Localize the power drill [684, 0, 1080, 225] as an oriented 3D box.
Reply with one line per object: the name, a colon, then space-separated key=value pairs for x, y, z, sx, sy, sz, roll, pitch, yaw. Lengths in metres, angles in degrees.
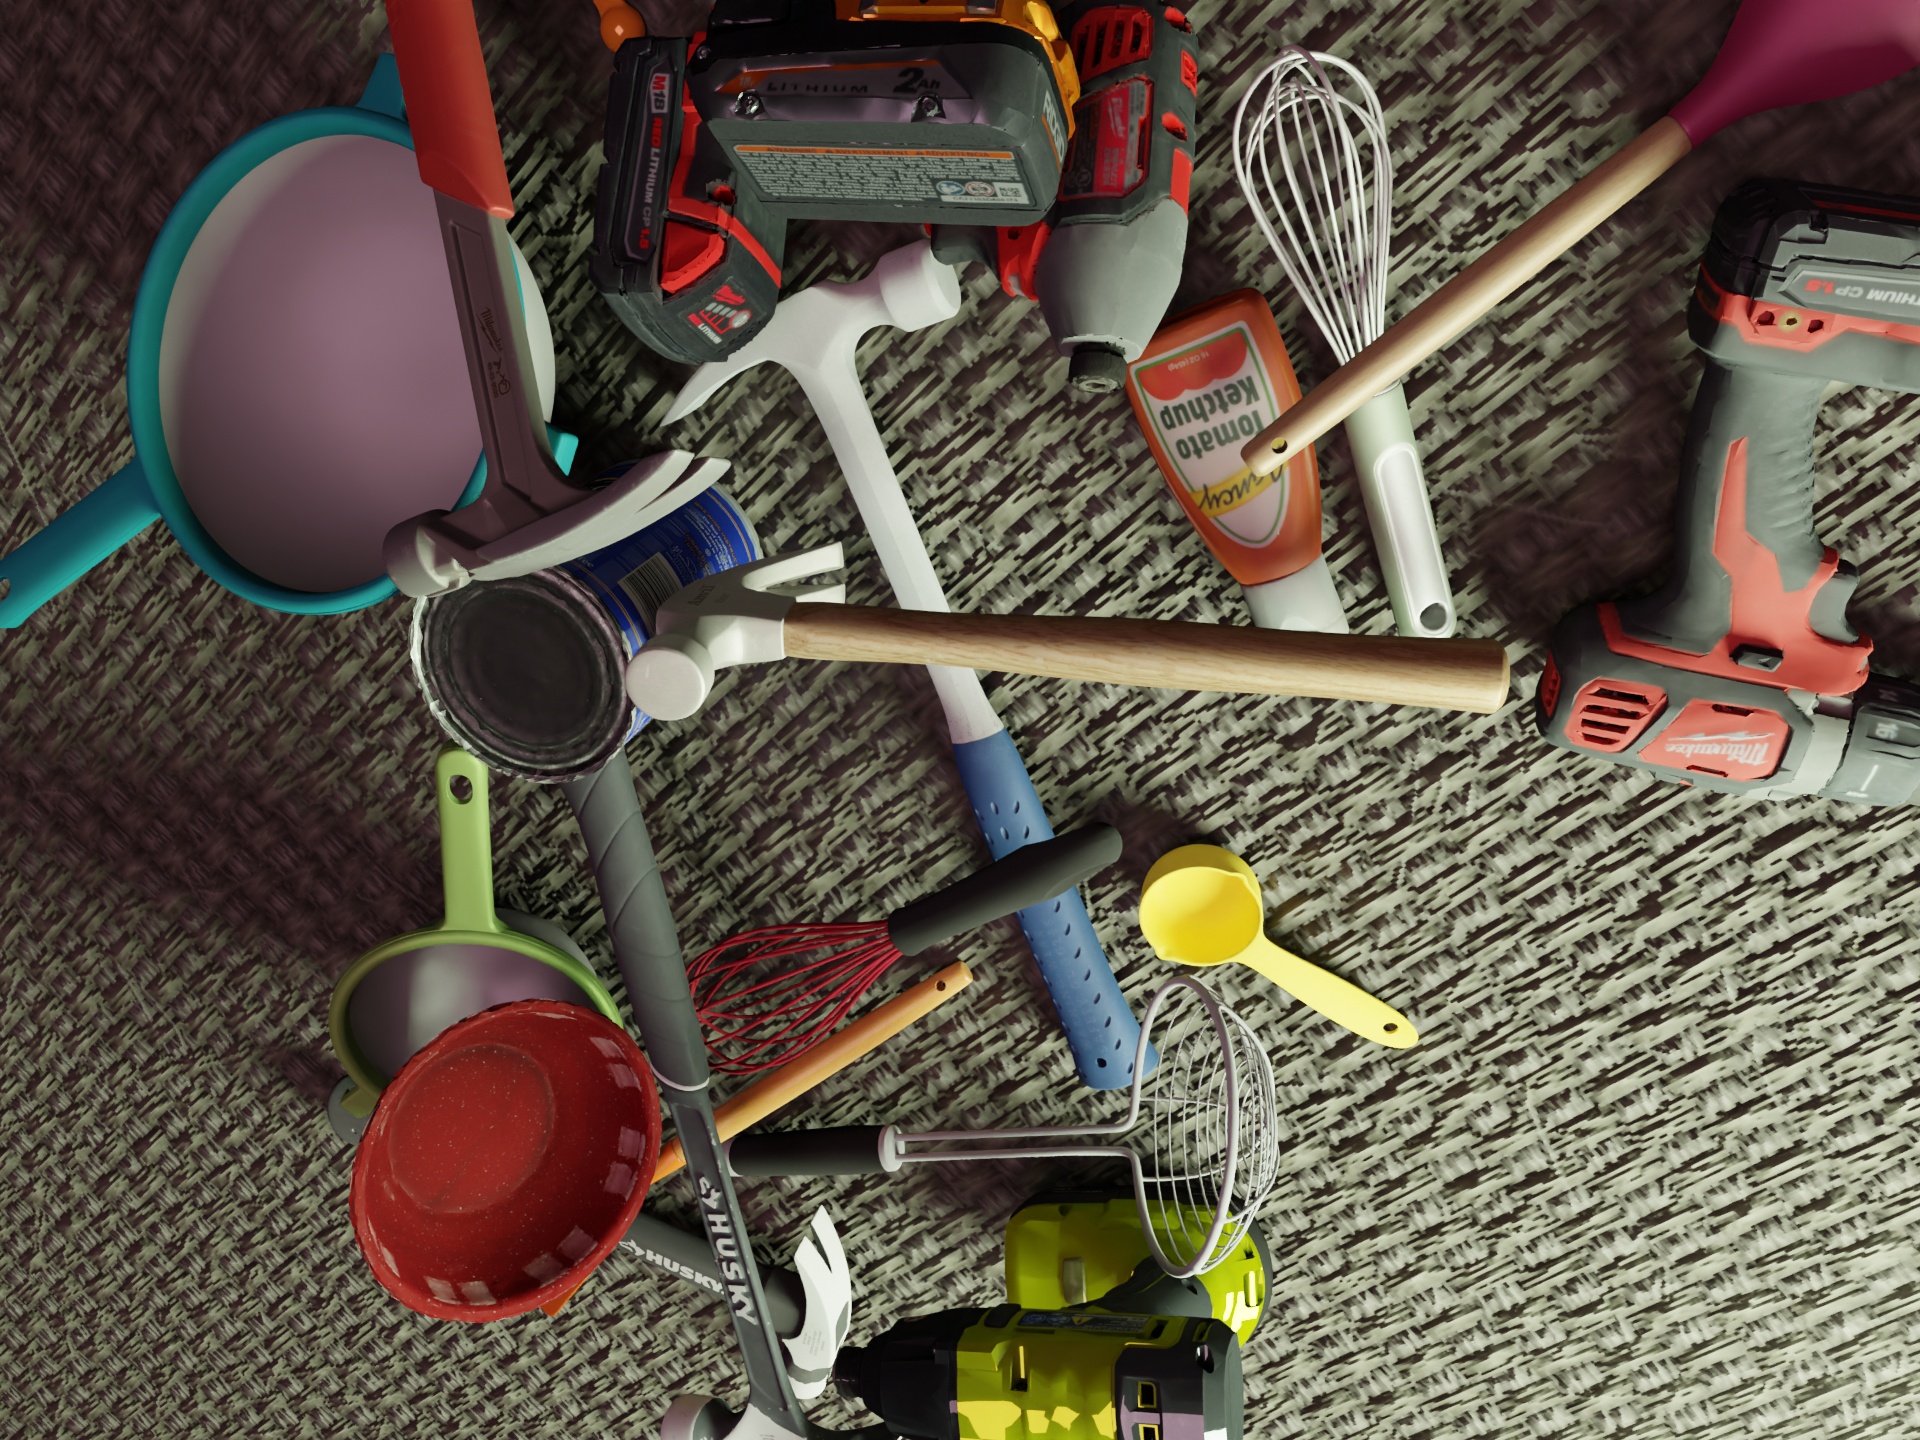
power drill: x=-0.026 y=-0.291 z=0.542 sx=0.164 sy=0.084 sz=0.226 roll=7 pitch=82 yaw=14

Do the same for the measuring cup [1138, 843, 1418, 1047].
measuring cup: x=0.153 y=0.109 z=0.754 sx=0.156 sy=0.029 sz=0.062 roll=31 pitch=120 yaw=-13

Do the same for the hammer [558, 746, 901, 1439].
hammer: x=-0.129 y=0.190 z=0.779 sx=0.149 sy=0.036 sz=0.409 roll=-8 pitch=102 yaw=28

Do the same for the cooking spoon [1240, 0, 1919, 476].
cooking spoon: x=0.231 y=-0.190 z=0.561 sx=0.319 sy=0.017 sz=0.068 roll=-37 pitch=102 yaw=16

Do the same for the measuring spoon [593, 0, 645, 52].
measuring spoon: x=-0.163 y=-0.328 z=0.648 sx=0.021 sy=0.011 sz=0.117 roll=-20 pitch=107 yaw=24

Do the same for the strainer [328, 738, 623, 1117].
strainer: x=-0.249 y=0.105 z=0.830 sx=0.151 sy=0.069 sz=0.256 roll=4 pitch=122 yaw=-6

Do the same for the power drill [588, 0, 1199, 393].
power drill: x=-0.022 y=-0.194 z=0.606 sx=0.220 sy=0.078 sz=0.143 roll=2 pitch=83 yaw=14

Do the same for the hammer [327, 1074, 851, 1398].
hammer: x=-0.219 y=0.282 z=0.926 sx=0.335 sy=0.035 sz=0.146 roll=21 pitch=130 yaw=9

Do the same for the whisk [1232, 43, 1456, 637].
whisk: x=0.158 y=-0.138 z=0.622 sx=0.058 sy=0.059 sz=0.246 roll=-23 pitch=112 yaw=-4

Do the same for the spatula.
spatula: x=-0.126 y=0.214 z=0.847 sx=0.322 sy=0.041 sz=0.081 roll=-33 pitch=79 yaw=11

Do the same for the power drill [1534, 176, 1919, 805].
power drill: x=0.333 y=-0.068 z=0.585 sx=0.188 sy=0.080 sz=0.226 roll=13 pitch=120 yaw=11

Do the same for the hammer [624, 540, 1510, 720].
hammer: x=0.045 y=-0.030 z=0.633 sx=0.331 sy=0.130 sz=0.031 roll=4 pitch=115 yaw=5

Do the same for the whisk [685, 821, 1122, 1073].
whisk: x=-0.040 y=0.108 z=0.760 sx=0.296 sy=0.073 sz=0.073 roll=-28 pitch=104 yaw=35

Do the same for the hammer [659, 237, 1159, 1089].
hammer: x=-0.001 y=-0.002 z=0.737 sx=0.144 sy=0.035 sz=0.405 roll=-15 pitch=109 yaw=22

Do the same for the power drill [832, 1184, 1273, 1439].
power drill: x=0.055 y=0.278 z=0.737 sx=0.171 sy=0.223 sz=0.080 roll=-4 pitch=85 yaw=19

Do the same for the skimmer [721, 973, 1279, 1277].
skimmer: x=-0.005 y=0.202 z=0.771 sx=0.363 sy=0.090 sz=0.127 roll=-14 pitch=65 yaw=36

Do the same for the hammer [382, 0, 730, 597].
hammer: x=-0.185 y=-0.234 z=0.596 sx=0.149 sy=0.036 sz=0.359 roll=-16 pitch=83 yaw=29

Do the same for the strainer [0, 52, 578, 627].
strainer: x=-0.307 y=-0.124 z=0.725 sx=0.340 sy=0.095 sz=0.211 roll=-27 pitch=81 yaw=22
